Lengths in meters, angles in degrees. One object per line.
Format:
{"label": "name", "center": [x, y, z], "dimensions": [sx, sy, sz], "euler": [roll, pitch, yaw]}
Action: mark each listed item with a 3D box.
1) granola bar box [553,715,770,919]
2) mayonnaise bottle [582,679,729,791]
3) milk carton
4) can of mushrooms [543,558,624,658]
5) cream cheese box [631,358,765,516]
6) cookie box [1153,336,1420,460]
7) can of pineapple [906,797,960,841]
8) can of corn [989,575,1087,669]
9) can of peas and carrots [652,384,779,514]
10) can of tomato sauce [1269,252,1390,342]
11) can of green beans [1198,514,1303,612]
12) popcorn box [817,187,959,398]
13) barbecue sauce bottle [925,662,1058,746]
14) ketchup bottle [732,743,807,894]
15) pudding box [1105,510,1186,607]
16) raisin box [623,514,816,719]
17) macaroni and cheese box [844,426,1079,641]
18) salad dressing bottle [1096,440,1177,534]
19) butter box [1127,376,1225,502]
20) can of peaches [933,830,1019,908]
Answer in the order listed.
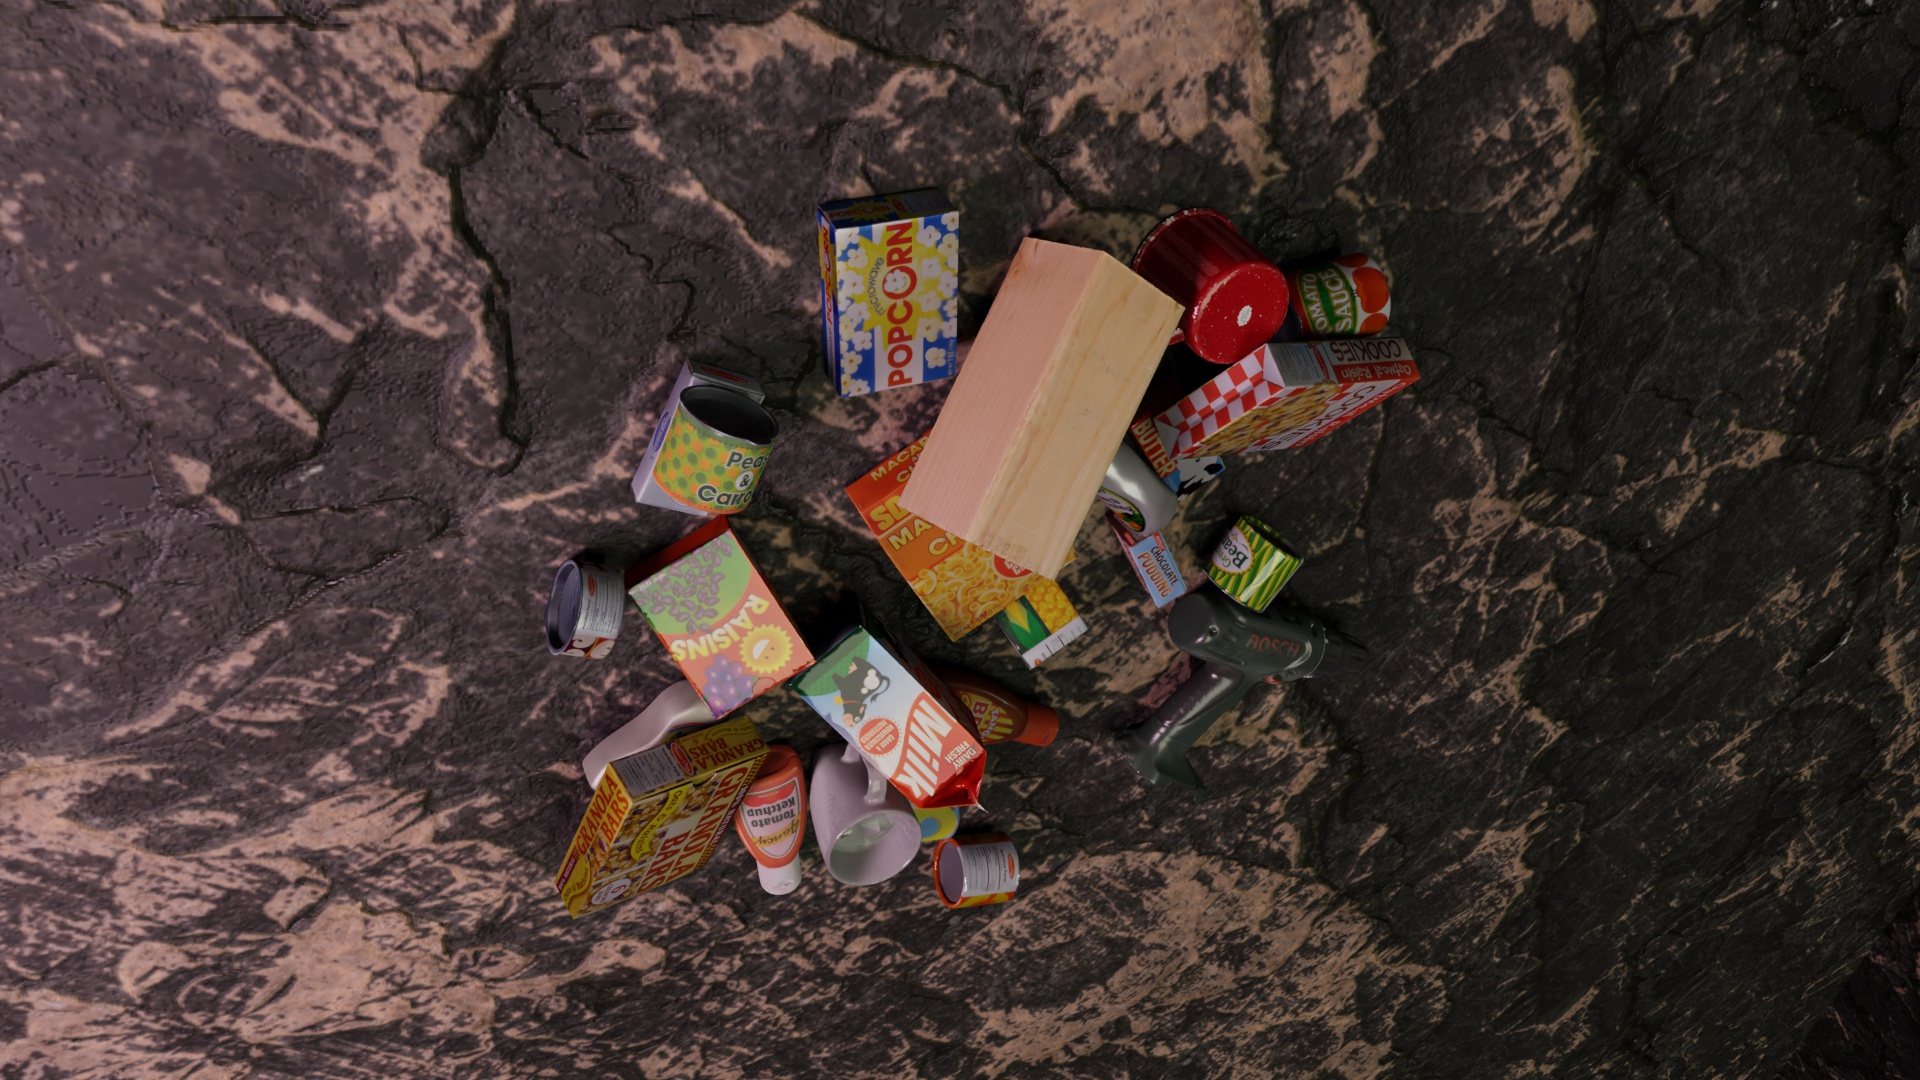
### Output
{"label": "granola bar box", "center": [-0.229, 0.213, 1.064], "dimensions": [0.124, 0.039, 0.164], "euler": [-15, 147, -43]}
{"label": "mayonnaise bottle", "center": [-0.215, 0.142, 1.062], "dimensions": [0.148, 0.041, 0.064], "euler": [-41, 139, 7]}
{"label": "milk carton", "center": [-0.045, 0.137, 1.084], "dimensions": [0.073, 0.072, 0.190], "euler": [-41, 111, 6]}
{"label": "can of mushrooms", "center": [-0.259, 0.047, 0.953], "dimensions": [0.033, 0.071, 0.070], "euler": [11, 119, -34]}
{"label": "cream cheese box", "center": [-0.177, -0.067, 0.933], "dimensions": [0.053, 0.024, 0.103], "euler": [14, 117, -34]}
{"label": "cookie box", "center": [0.248, -0.109, 1.052], "dimensions": [0.168, 0.040, 0.122], "euler": [-8, 163, -39]}
{"label": "can of pineapple", "center": [-0.040, 0.230, 1.205], "dimensions": [0.058, 0.071, 0.070], "euler": [0, 124, -27]}
{"label": "can of corn", "center": [0.060, 0.060, 1.130], "dimensions": [0.058, 0.071, 0.071], "euler": [-34, 133, -1]}
{"label": "can of peas and carrots", "center": [-0.155, -0.057, 0.887], "dimensions": [0.071, 0.071, 0.058], "euler": [9, 120, -32]}
{"label": "can of tomato sauce", "center": [0.273, -0.177, 1.053], "dimensions": [0.083, 0.071, 0.070], "euler": [-18, 131, -15]}
{"label": "can of green beans", "center": [0.252, 0.019, 1.196], "dimensions": [0.071, 0.071, 0.057], "euler": [21, 112, -37]}
{"label": "popcorn box", "center": [-0.047, -0.162, 0.919], "dimensions": [0.085, 0.038, 0.126], "euler": [-13, 129, -18]}
{"label": "barbecue sauce bottle", "center": [0.018, 0.147, 1.188], "dimensions": [0.148, 0.044, 0.064], "euler": [17, 114, -36]}
{"label": "ketchup bottle", "center": [-0.158, 0.237, 1.165], "dimensions": [0.065, 0.044, 0.148], "euler": [-14, 130, -14]}
{"label": "pudding box", "center": [0.154, 0.011, 1.149], "dimensions": [0.030, 0.050, 0.083], "euler": [-31, 133, 0]}
{"label": "raisin box", "center": [-0.171, 0.055, 0.996], "dimensions": [0.086, 0.040, 0.123], "euler": [-31, 115, -4]}
{"label": "macaroni and cheese box", "center": [0.004, -0.013, 1.059], "dimensions": [0.124, 0.040, 0.166], "euler": [-35, 133, -1]}
{"label": "salad dressing bottle", "center": [0.109, -0.061, 1.066], "dimensions": [0.147, 0.064, 0.044], "euler": [40, 84, -33]}
{"label": "butter box", "center": [0.169, -0.079, 1.105], "dimensions": [0.053, 0.024, 0.103], "euler": [-37, 133, 2]}
{"label": "can of peaches", "center": [0.013, 0.307, 1.294], "dimensions": [0.058, 0.071, 0.071], "euler": [1, 124, -28]}
